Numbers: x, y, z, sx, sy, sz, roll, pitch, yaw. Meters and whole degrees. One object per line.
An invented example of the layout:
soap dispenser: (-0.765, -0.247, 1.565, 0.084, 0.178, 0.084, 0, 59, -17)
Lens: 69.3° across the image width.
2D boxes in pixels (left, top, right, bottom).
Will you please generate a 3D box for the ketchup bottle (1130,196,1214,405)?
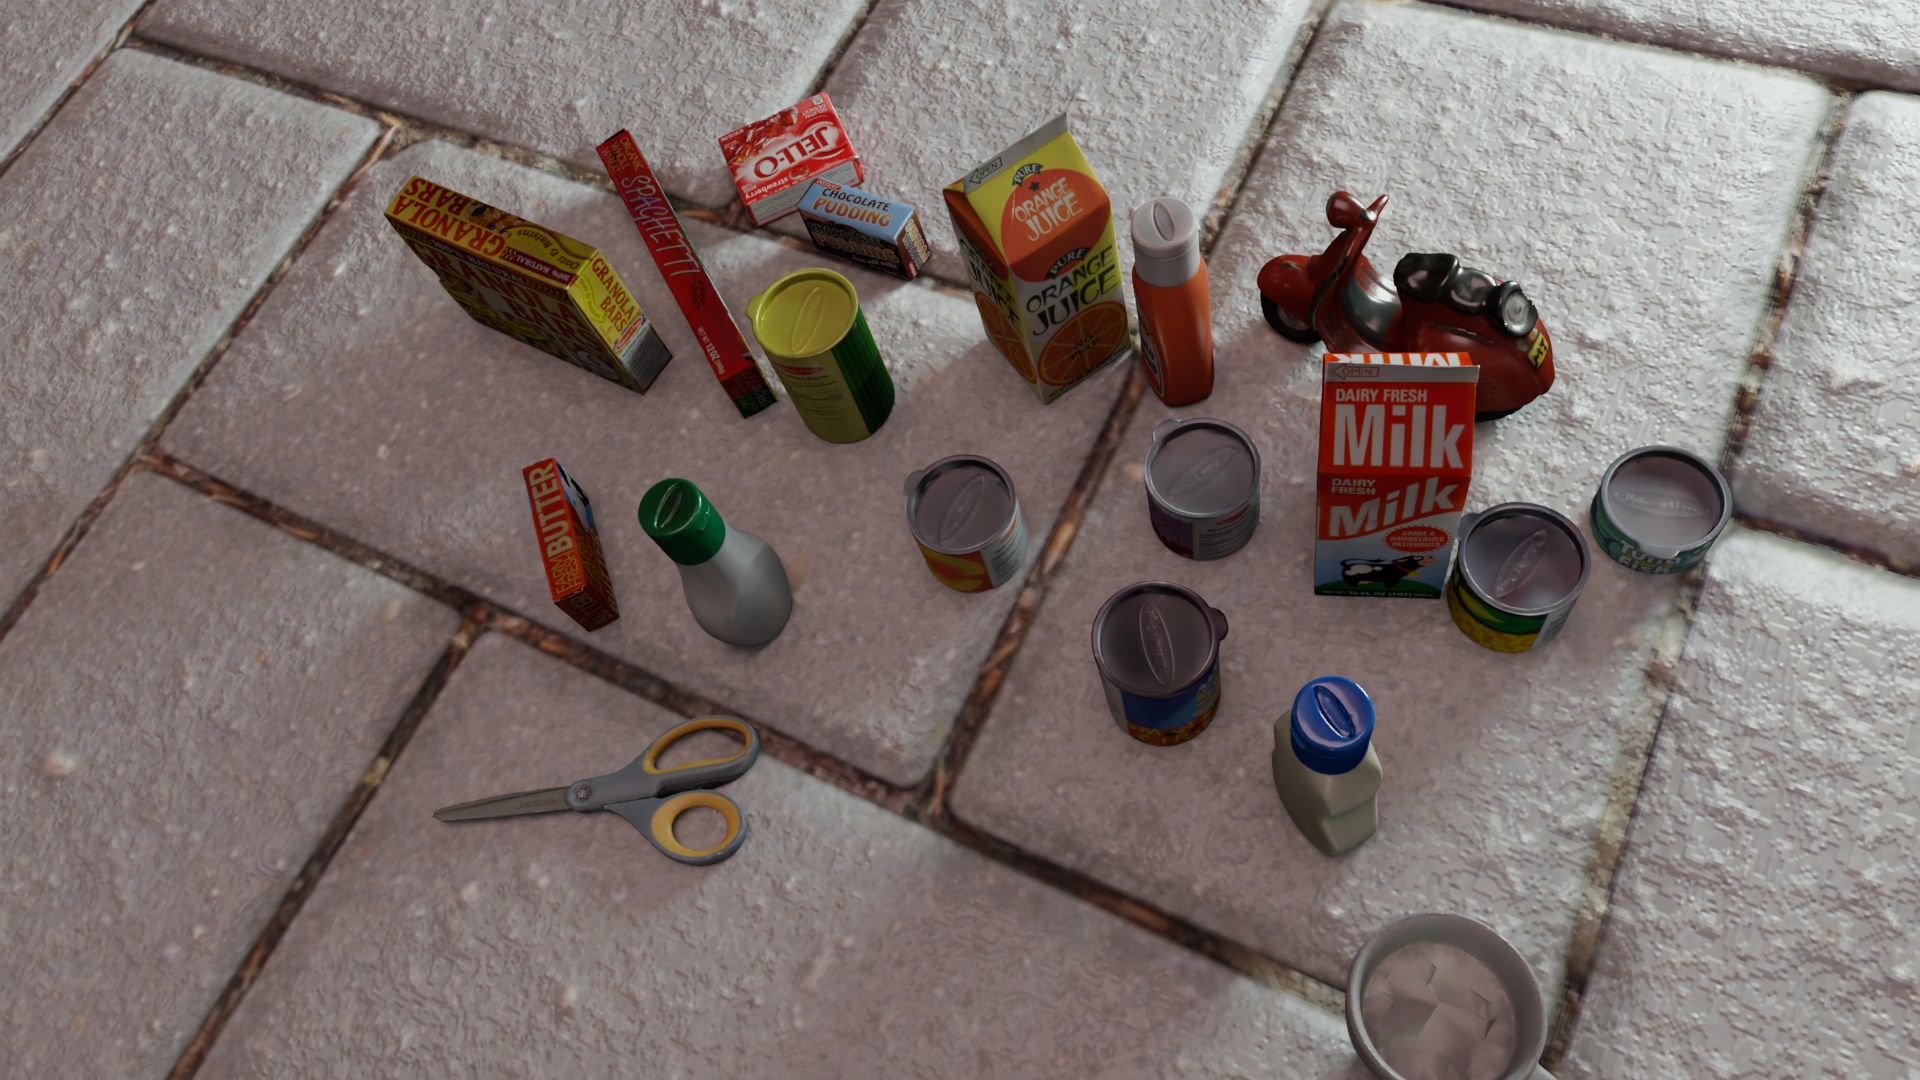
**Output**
ketchup bottle: (0.125, -0.143, 0.823, 0.043, 0.148, 0.065, -16, 62, 4)

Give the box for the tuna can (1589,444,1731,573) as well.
tuna can: (0.386, -0.015, 0.770, 0.071, 0.032, 0.071, -5, 63, 9)

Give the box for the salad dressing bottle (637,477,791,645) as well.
salad dressing bottle: (-0.140, 0.013, 0.800, 0.044, 0.147, 0.064, 15, 68, 18)

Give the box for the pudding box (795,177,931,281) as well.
pudding box: (-0.066, -0.215, 0.956, 0.084, 0.049, 0.030, 24, 71, 21)

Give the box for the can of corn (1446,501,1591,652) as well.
can of corn: (0.300, 0.020, 0.756, 0.071, 0.058, 0.071, -5, 63, 10)

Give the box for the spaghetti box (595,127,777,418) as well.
spaghetti box: (-0.194, -0.191, 0.970, 0.029, 0.050, 0.251, -29, 62, -3)

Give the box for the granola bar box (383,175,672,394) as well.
granola bar box: (-0.290, -0.171, 0.938, 0.166, 0.123, 0.039, 24, 71, 22)

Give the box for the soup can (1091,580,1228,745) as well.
soup can: (0.111, 0.068, 0.756, 0.071, 0.083, 0.071, -5, 63, 10)

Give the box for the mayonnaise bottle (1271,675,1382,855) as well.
mayonnaise bottle: (0.181, 0.109, 0.685, 0.041, 0.147, 0.065, -28, 62, -3)

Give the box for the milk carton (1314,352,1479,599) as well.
milk carton: (0.223, -0.040, 0.727, 0.072, 0.190, 0.074, 2, 65, 13)

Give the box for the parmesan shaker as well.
parmesan shaker: (-0.087, -0.116, 0.880, 0.071, 0.102, 0.071, -5, 63, 10)

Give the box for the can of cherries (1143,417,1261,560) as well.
can of cherries: (0.141, -0.031, 0.815, 0.071, 0.058, 0.072, -5, 63, 10)

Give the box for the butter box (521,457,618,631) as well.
butter box: (-0.248, 0.003, 0.882, 0.024, 0.053, 0.104, -23, 61, 0)

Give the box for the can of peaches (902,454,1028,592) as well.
can of peaches: (0.003, -0.010, 0.833, 0.071, 0.058, 0.071, -5, 63, 10)

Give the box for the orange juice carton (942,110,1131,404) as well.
orange juice carton: (0.047, -0.172, 0.829, 0.072, 0.192, 0.073, -34, 62, -6)
